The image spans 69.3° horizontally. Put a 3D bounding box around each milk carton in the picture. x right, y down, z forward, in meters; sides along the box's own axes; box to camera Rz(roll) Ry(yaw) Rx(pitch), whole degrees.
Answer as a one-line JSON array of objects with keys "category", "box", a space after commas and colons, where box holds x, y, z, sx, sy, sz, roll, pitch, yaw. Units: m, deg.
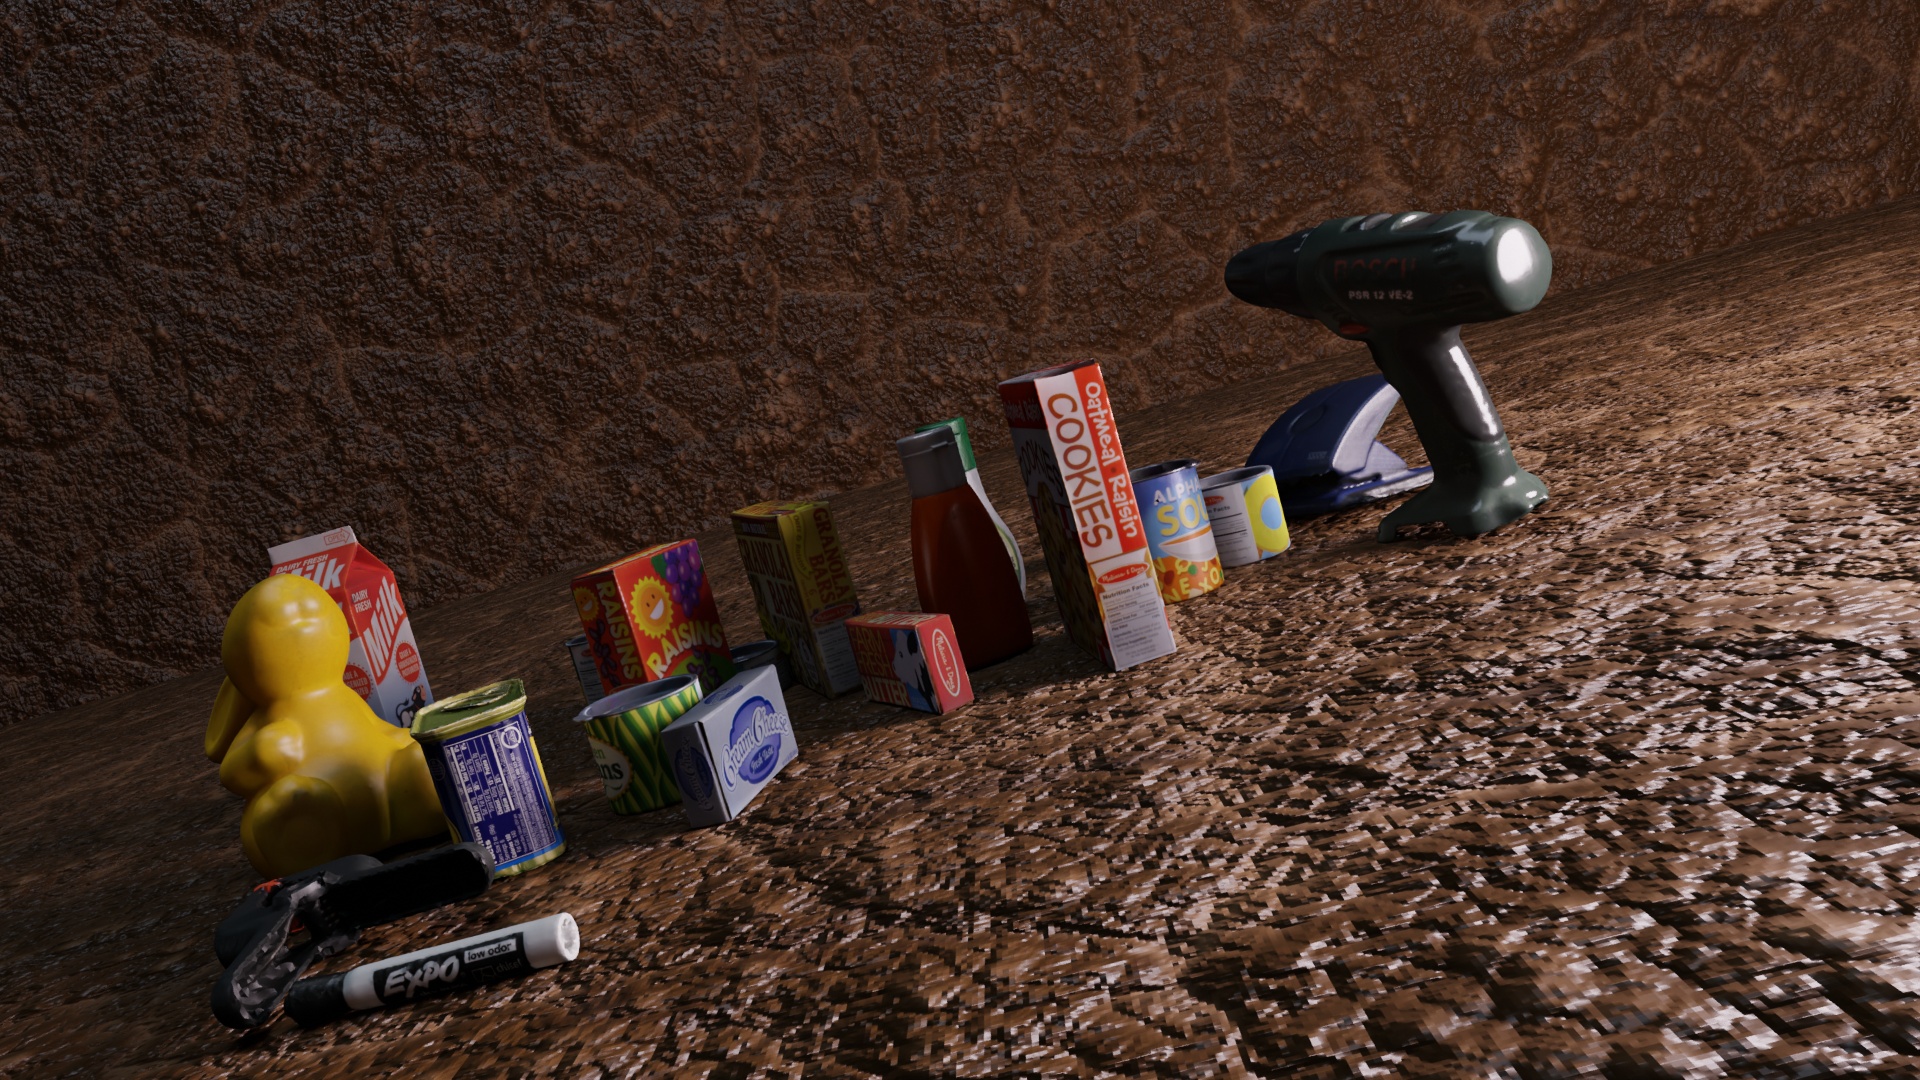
[{"category": "milk carton", "box": [-0.457, 0.088, 1.038, 0.072, 0.190, 0.073, -15, 7, 7]}]

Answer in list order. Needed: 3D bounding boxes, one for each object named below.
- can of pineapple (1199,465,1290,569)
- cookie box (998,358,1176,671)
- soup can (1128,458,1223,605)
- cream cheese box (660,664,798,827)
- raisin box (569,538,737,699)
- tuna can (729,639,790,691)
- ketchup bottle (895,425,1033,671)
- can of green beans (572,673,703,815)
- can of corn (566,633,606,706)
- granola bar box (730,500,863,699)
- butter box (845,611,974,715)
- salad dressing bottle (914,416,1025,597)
[{"category": "can of pineapple", "box": [0.192, -0.017, 0.969, 0.071, 0.057, 0.071, -16, 7, 2]}, {"category": "cookie box", "box": [0.071, -0.019, 0.806, 0.040, 0.167, 0.123, -17, 7, -6]}, {"category": "soup can", "box": [0.133, -0.005, 0.906, 0.071, 0.083, 0.071, -16, 7, 2]}, {"category": "cream cheese box", "box": [-0.117, 0.105, 0.722, 0.024, 0.053, 0.104, -14, 7, 15]}, {"category": "raisin box", "box": [-0.186, 0.069, 0.869, 0.040, 0.123, 0.086, -12, 8, 28]}, {"category": "tuna can", "box": [-0.155, 0.095, 0.966, 0.071, 0.032, 0.071, -16, 7, 2]}, {"category": "ketchup bottle", "box": [-0.002, 0.004, 0.866, 0.065, 0.148, 0.043, -19, 7, -26]}, {"category": "can of green beans", "box": [-0.168, 0.112, 0.764, 0.071, 0.057, 0.071, -16, 7, 2]}, {"category": "can of corn", "box": [-0.266, 0.097, 1.087, 0.071, 0.058, 0.071, -16, 7, 2]}, {"category": "granola bar box", "box": [-0.111, 0.036, 0.956, 0.039, 0.124, 0.165, -18, 7, -18]}, {"category": "butter box", "box": [-0.032, 0.069, 0.811, 0.024, 0.053, 0.103, -19, 8, -27]}, {"category": "salad dressing bottle", "box": [0.004, -0.012, 0.984, 0.064, 0.147, 0.044, -18, 7, -17]}]
